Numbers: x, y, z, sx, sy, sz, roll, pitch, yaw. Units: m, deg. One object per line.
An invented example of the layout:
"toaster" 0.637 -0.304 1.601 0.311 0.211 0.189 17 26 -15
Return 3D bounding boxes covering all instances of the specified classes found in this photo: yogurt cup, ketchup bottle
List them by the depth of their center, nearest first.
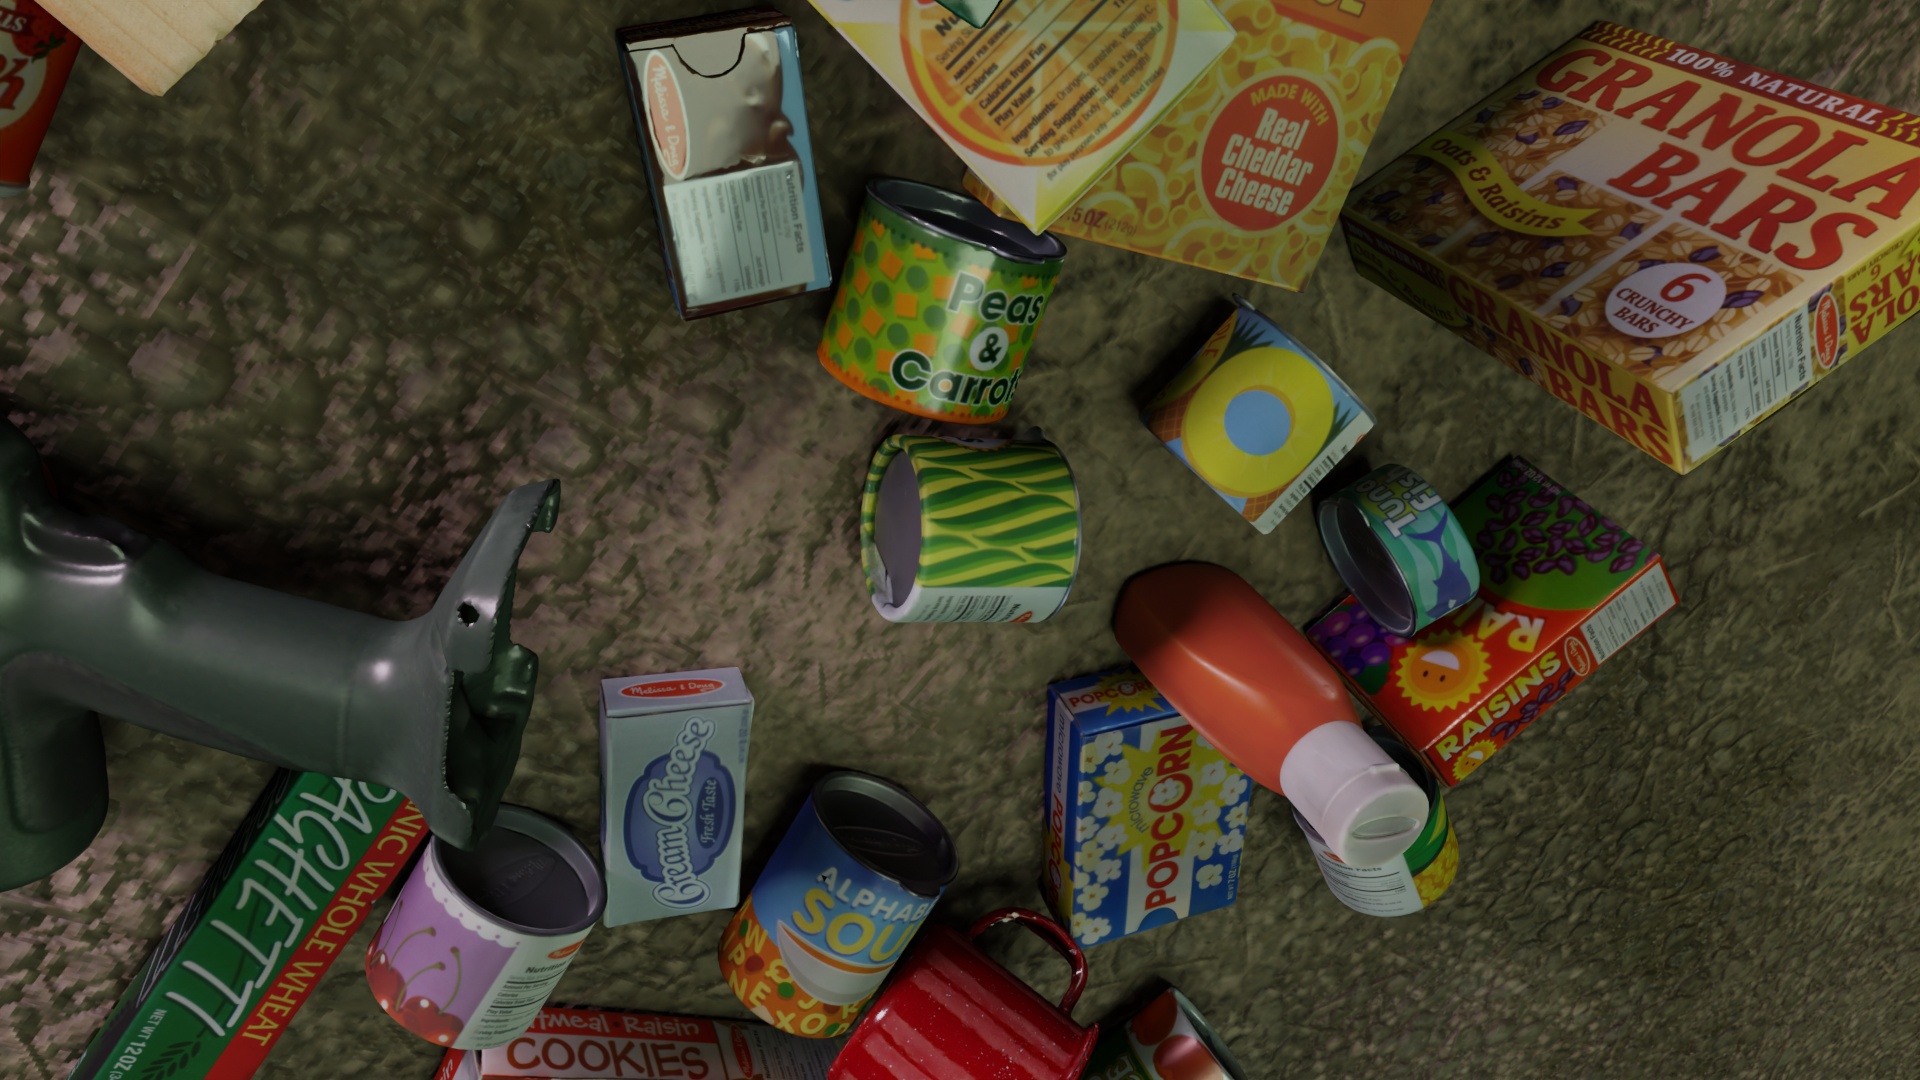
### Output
"yogurt cup" -0.239 -0.120 0.319 0.072 0.072 0.054 30 96 -34
"ketchup bottle" 0.117 0.061 0.525 0.065 0.149 0.043 -1 118 -23

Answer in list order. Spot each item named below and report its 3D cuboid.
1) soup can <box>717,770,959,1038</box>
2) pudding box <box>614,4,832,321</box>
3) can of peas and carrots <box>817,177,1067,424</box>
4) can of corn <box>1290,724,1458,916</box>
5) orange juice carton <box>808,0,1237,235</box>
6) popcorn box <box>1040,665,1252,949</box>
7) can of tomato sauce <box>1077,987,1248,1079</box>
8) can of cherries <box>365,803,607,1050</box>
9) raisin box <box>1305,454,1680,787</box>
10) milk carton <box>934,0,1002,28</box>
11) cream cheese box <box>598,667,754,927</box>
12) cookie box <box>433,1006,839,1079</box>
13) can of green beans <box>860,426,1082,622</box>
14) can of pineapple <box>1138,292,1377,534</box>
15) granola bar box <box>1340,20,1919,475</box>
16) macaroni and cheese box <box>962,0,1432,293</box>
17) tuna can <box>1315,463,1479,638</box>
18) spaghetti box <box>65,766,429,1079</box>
"soup can" -0.049 0.147 0.554 0.071 0.071 0.083 21 109 -32
"pudding box" -0.069 -0.113 0.415 0.050 0.030 0.083 -15 124 -13
"can of peas and carrots" -0.005 -0.075 0.440 0.071 0.071 0.058 8 116 -27
"can of corn" 0.197 0.132 0.655 0.071 0.071 0.058 -32 127 -2
"orange juice carton" -0.024 -0.175 0.347 0.073 0.072 0.192 -42 113 15
"popcorn box" 0.082 0.113 0.610 0.085 0.038 0.126 -11 123 -18
"can of tomato sauce" 0.094 0.276 0.693 0.083 0.071 0.071 -40 126 2
"can of cherries" -0.172 0.137 0.501 0.071 0.072 0.058 23 109 -32
"raisin box" 0.223 0.033 0.593 0.123 0.086 0.040 -40 131 4
"milk carton" -0.057 -0.184 0.256 0.190 0.074 0.072 31 111 -18
"cream cheese box" -0.109 0.099 0.528 0.053 0.024 0.103 -3 120 -21
"cookie box" -0.149 0.263 0.600 0.167 0.040 0.122 17 111 -31
"can of green beans" 0.002 -0.004 0.489 0.058 0.071 0.071 1 118 -23
"can of pineapple" 0.107 -0.046 0.510 0.058 0.071 0.071 -48 125 9
"granola bar box" 0.226 -0.106 0.462 0.124 0.166 0.039 -35 129 0
"macaroni and cheese box" 0.085 -0.173 0.439 0.124 0.040 0.165 8 116 -26
"tuna can" 0.178 0.002 0.567 0.033 0.071 0.070 -30 126 -5
"spaghetti box" -0.248 0.140 0.490 0.050 0.029 0.249 30 104 -33
